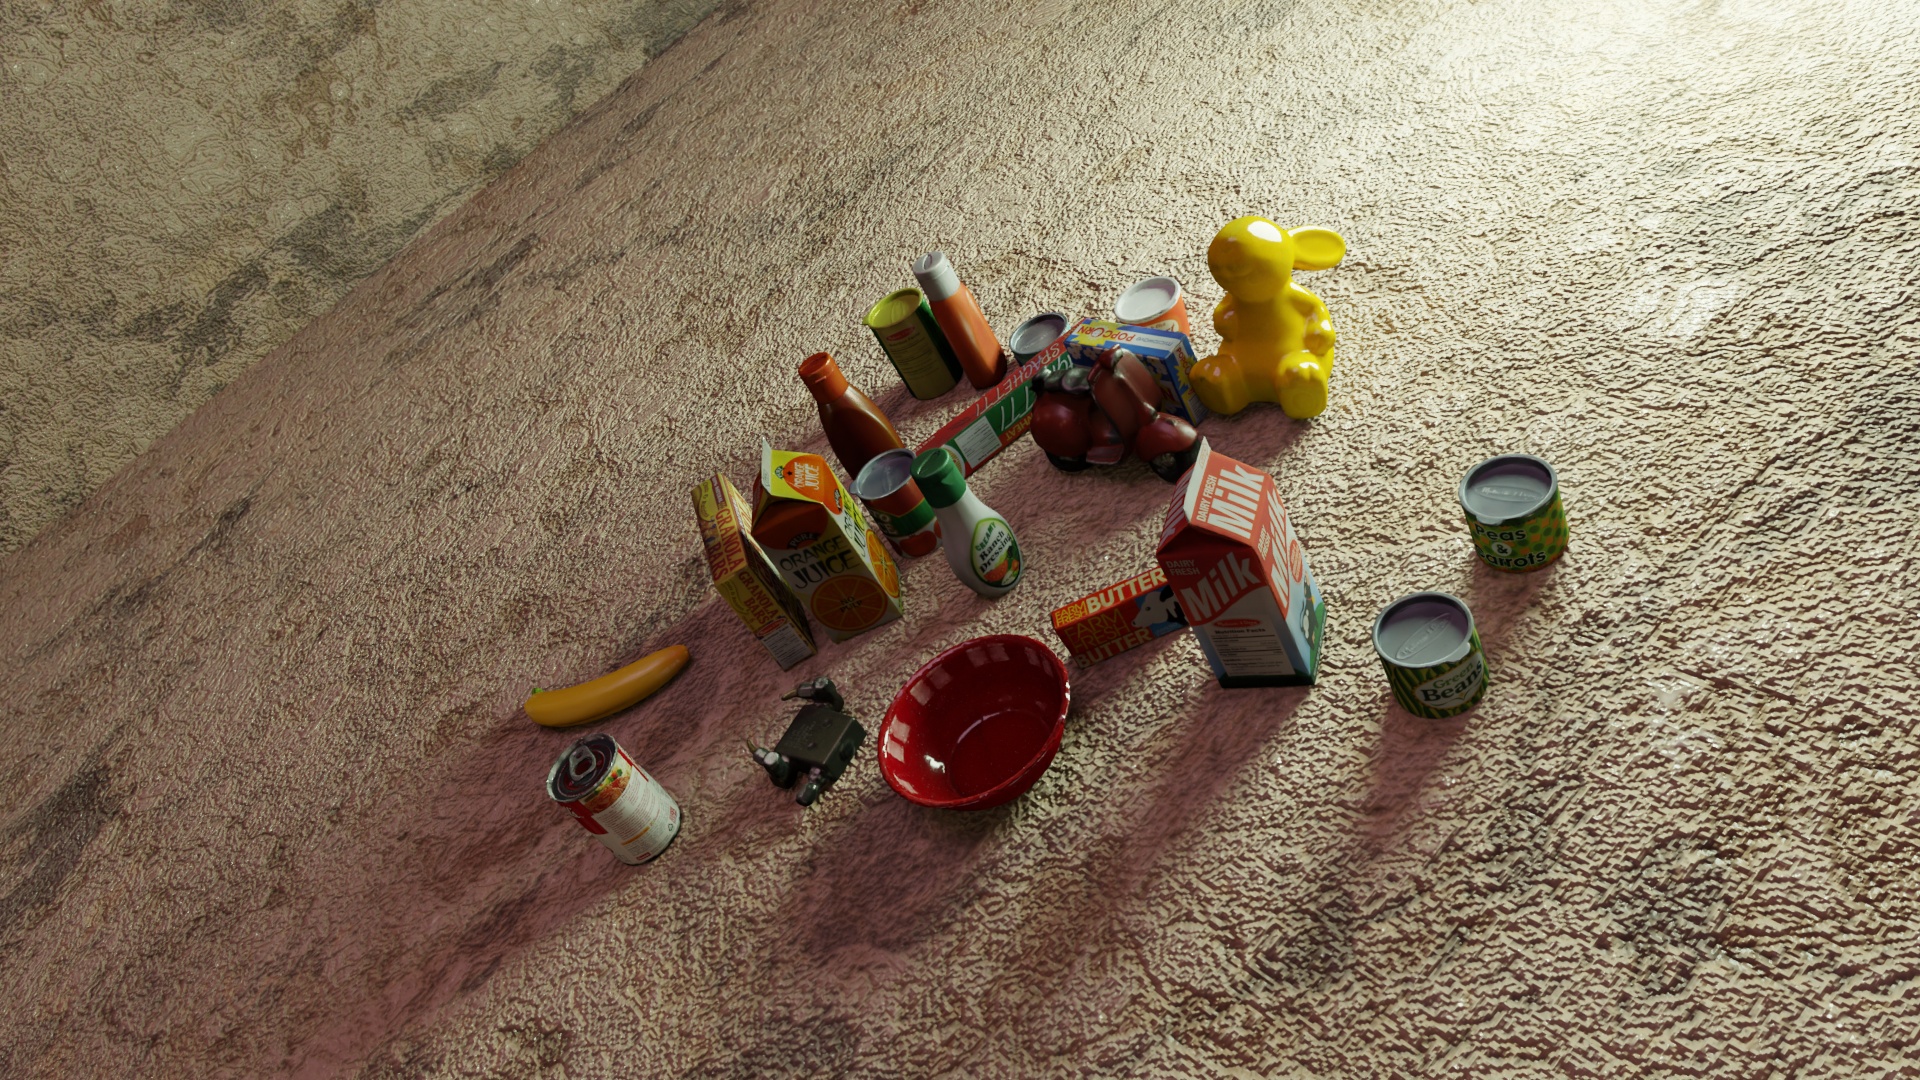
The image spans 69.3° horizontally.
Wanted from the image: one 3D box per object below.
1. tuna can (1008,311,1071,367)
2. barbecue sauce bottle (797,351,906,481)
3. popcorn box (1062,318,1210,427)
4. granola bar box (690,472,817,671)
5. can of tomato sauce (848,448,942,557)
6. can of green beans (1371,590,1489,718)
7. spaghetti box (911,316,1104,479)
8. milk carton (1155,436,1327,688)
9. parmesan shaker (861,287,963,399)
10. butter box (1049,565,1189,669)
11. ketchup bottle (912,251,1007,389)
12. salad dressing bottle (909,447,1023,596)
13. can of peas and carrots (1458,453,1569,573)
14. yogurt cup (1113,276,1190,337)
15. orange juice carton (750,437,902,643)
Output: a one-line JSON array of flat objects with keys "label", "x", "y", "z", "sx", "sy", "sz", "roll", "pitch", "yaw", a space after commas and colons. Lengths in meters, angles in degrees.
[{"label": "tuna can", "x": 0.087, "y": -0.202, "z": 1.434, "sx": 0.071, "sy": 0.032, "sz": 0.071, "roll": -19, "pitch": 39, "yaw": 16}, {"label": "barbecue sauce bottle", "x": -0.111, "y": -0.121, "z": 1.387, "sx": 0.065, "sy": 0.148, "sz": 0.044, "roll": -27, "pitch": 37, "yaw": 7}, {"label": "popcorn box", "x": 0.165, "y": -0.155, "z": 1.284, "sx": 0.127, "sy": 0.085, "sz": 0.038, "roll": 19, "pitch": 60, "yaw": 46}, {"label": "granola bar box", "x": -0.194, "y": 0.027, "z": 1.300, "sx": 0.039, "sy": 0.123, "sz": 0.166, "roll": -31, "pitch": 37, "yaw": 2}, {"label": "can of tomato sauce", "x": -0.054, "y": -0.033, "z": 1.302, "sx": 0.071, "sy": 0.082, "sz": 0.071, "roll": -19, "pitch": 39, "yaw": 17}, {"label": "can of green beans", "x": 0.318, "y": 0.078, "z": 0.938, "sx": 0.071, "sy": 0.057, "sz": 0.071, "roll": -19, "pitch": 39, "yaw": 17}, {"label": "spaghetti box", "x": 0.048, "y": -0.128, "z": 1.364, "sx": 0.250, "sy": 0.050, "sz": 0.029, "roll": -38, "pitch": 37, "yaw": -8}, {"label": "milk carton", "x": 0.195, "y": 0.018, "z": 0.981, "sx": 0.073, "sy": 0.189, "sz": 0.073, "roll": -6, "pitch": 44, "yaw": 31}, {"label": "parmesan shaker", "x": -0.050, "y": -0.208, "z": 1.479, "sx": 0.071, "sy": 0.102, "sz": 0.072, "roll": -19, "pitch": 39, "yaw": 17}, {"label": "butter box", "x": 0.128, "y": 0.060, "z": 1.095, "sx": 0.103, "sy": 0.053, "sz": 0.024, "roll": -24, "pitch": 38, "yaw": 11}, {"label": "ketchup bottle", "x": 0.000, "y": -0.229, "z": 1.430, "sx": 0.043, "sy": 0.148, "sz": 0.065, "roll": -18, "pitch": 40, "yaw": 19}, {"label": "salad dressing bottle", "x": 0.004, "y": -0.015, "z": 1.188, "sx": 0.044, "sy": 0.147, "sz": 0.064, "roll": 16, "pitch": 58, "yaw": 45}, {"label": "can of peas and carrots", "x": 0.394, "y": -0.017, "z": 0.990, "sx": 0.071, "sy": 0.058, "sz": 0.071, "roll": -19, "pitch": 39, "yaw": 17}, {"label": "yogurt cup", "x": 0.191, "y": -0.218, "z": 1.362, "sx": 0.072, "sy": 0.053, "sz": 0.073, "roll": -19, "pitch": 39, "yaw": 17}, {"label": "orange juice carton", "x": -0.127, "y": -0.004, "z": 1.230, "sx": 0.073, "sy": 0.192, "sz": 0.072, "roll": -23, "pitch": 38, "yaw": 12}]
